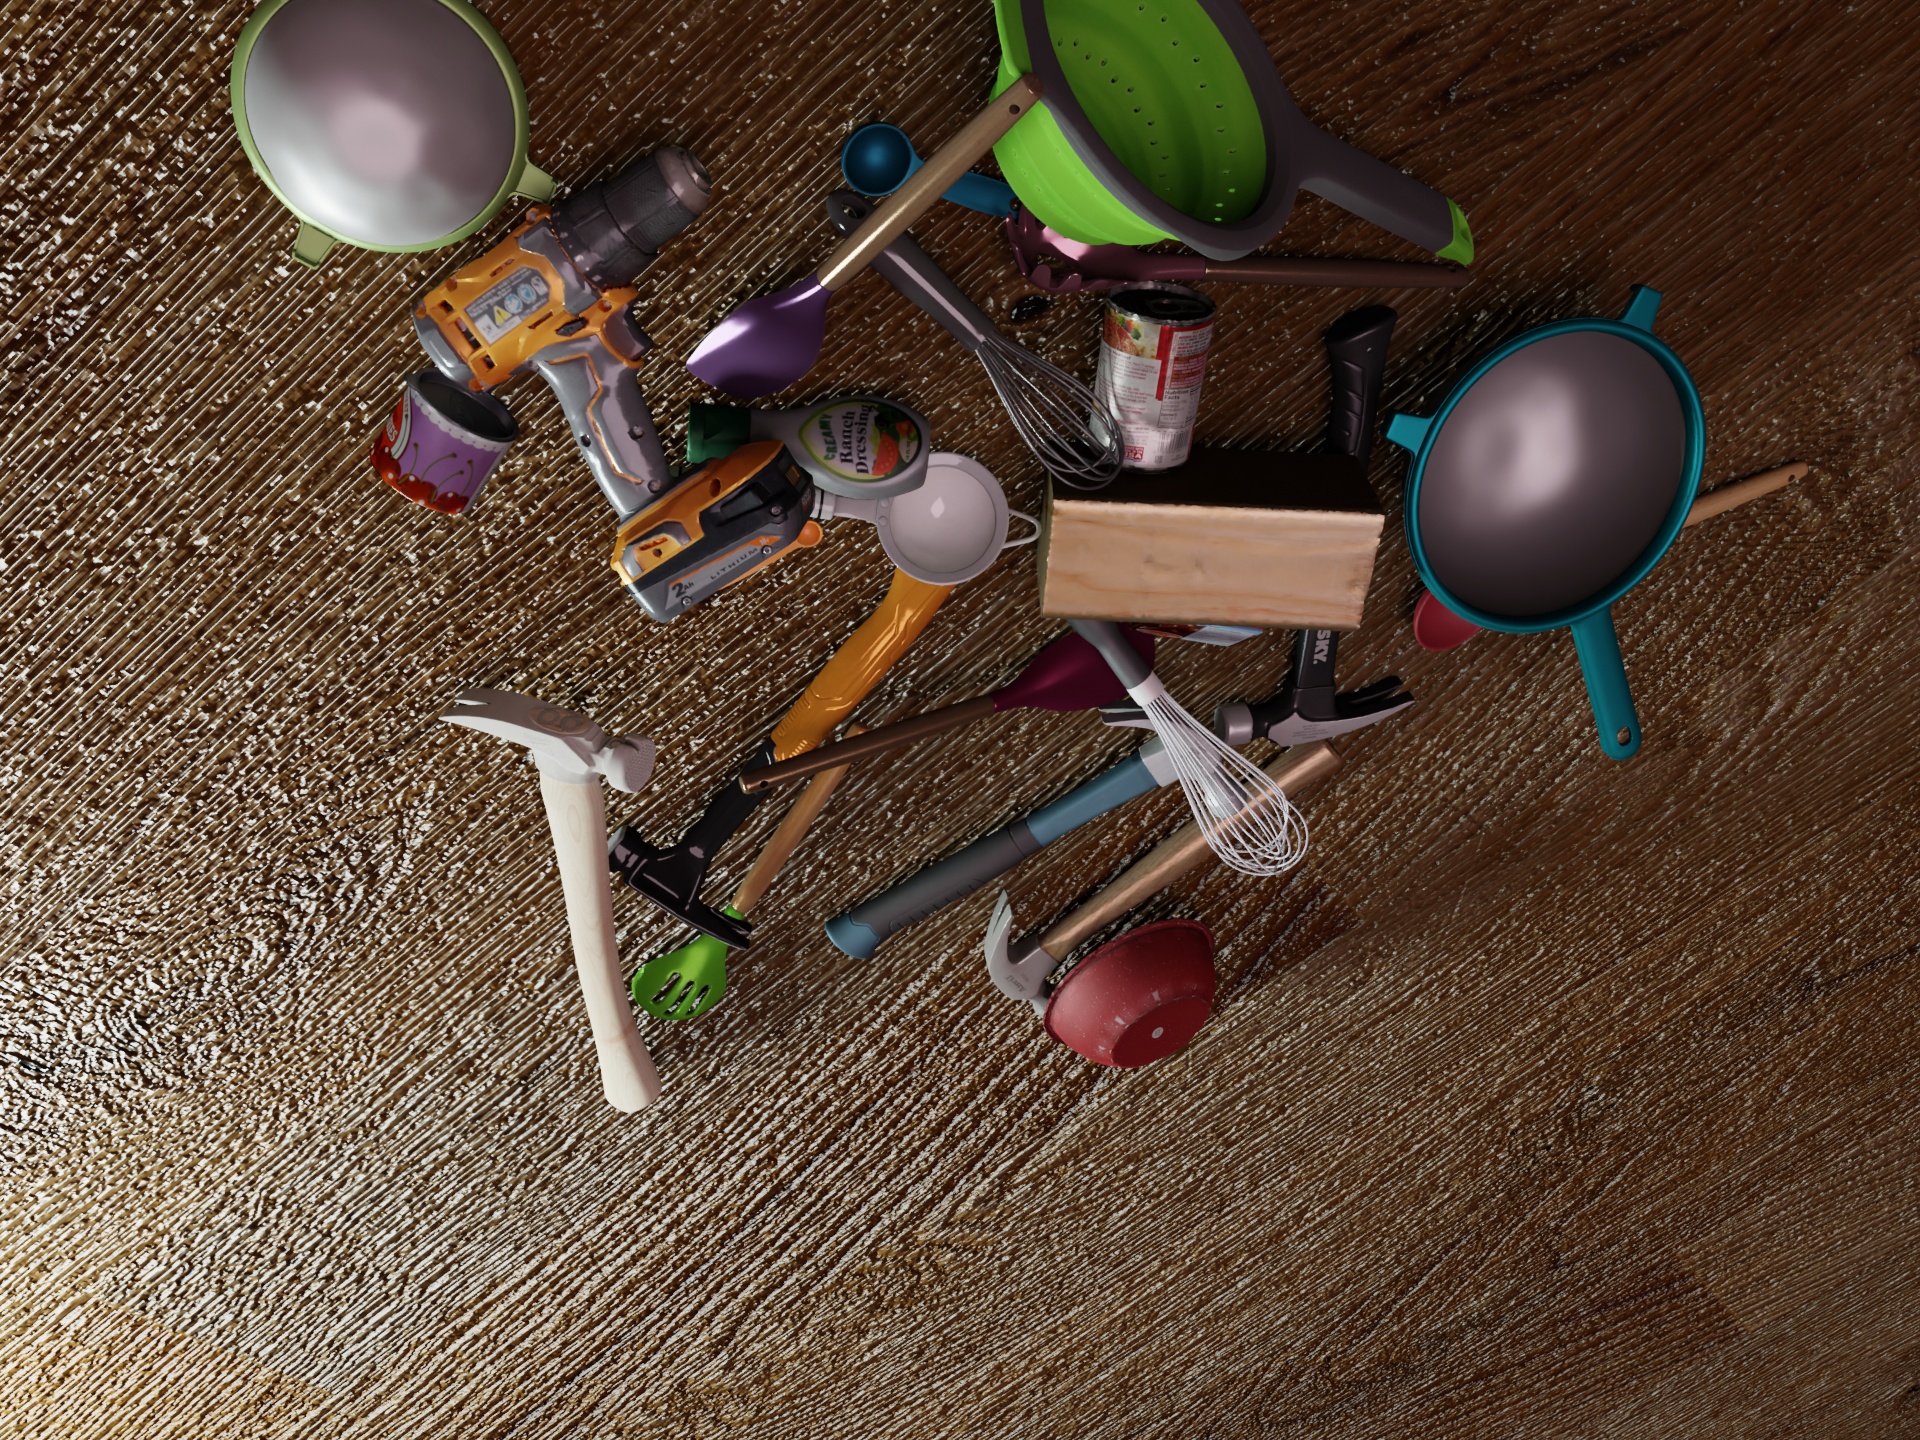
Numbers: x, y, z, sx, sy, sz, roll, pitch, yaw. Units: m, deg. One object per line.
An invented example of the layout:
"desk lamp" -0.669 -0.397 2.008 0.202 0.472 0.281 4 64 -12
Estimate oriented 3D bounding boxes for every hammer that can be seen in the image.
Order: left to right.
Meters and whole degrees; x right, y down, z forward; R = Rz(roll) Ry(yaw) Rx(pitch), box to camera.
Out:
"hammer" -0.276 0.149 1.160 0.146 0.038 0.410 16 133 15
"hammer" -0.108 0.016 1.114 0.127 0.034 0.337 36 109 -15
"hammer" 0.045 0.093 1.210 0.331 0.033 0.128 -30 116 12
"hammer" 0.157 0.116 1.263 0.331 0.031 0.129 -38 125 14
"hammer" 0.266 -0.126 1.115 0.146 0.035 0.334 -6 126 -9

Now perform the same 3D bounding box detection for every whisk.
"whisk" 0.010 -0.226 0.947 0.239 0.055 0.055 41 108 -14
"whisk" 0.149 0.002 1.125 0.070 0.070 0.284 -36 103 13

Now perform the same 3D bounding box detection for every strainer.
"strainer" -0.312 -0.348 0.794 0.151 0.069 0.256 -16 128 -2
"strainer" -0.078 -0.138 1.020 0.258 0.050 0.087 8 86 -11
"strainer" 0.404 -0.123 1.097 0.211 0.095 0.340 -27 119 0

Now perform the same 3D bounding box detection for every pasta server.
"pasta server" 0.176 -0.283 0.978 0.316 0.060 0.040 -2 156 -16

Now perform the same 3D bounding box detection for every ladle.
"ladle" 0.474 -0.129 1.169 0.315 0.031 0.069 -21 129 0

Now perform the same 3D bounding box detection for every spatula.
"spatula" -0.056 -0.250 0.860 0.059 0.018 0.316 26 149 -27

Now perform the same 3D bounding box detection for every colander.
"colander" 0.146 -0.317 0.912 0.396 0.205 0.094 9 158 -38

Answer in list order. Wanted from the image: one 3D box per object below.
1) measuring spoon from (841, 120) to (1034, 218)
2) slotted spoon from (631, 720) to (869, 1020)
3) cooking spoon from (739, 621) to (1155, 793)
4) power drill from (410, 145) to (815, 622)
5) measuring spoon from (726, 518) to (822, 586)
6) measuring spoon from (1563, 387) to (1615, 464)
"measuring spoon" -0.012 -0.318 0.927 0.128 0.021 0.042 8 127 -29
"slotted spoon" -0.155 0.121 1.195 0.070 0.031 0.313 25 114 -25
"cooking spoon" -0.002 -0.004 1.108 0.319 0.017 0.068 -18 125 -18
"power drill" -0.172 -0.191 0.902 0.185 0.084 0.226 -30 108 17
"measuring spoon" -0.144 -0.105 1.048 0.117 0.011 0.021 -23 127 8
"measuring spoon" 0.449 -0.237 1.095 0.034 0.018 0.124 15 116 3
